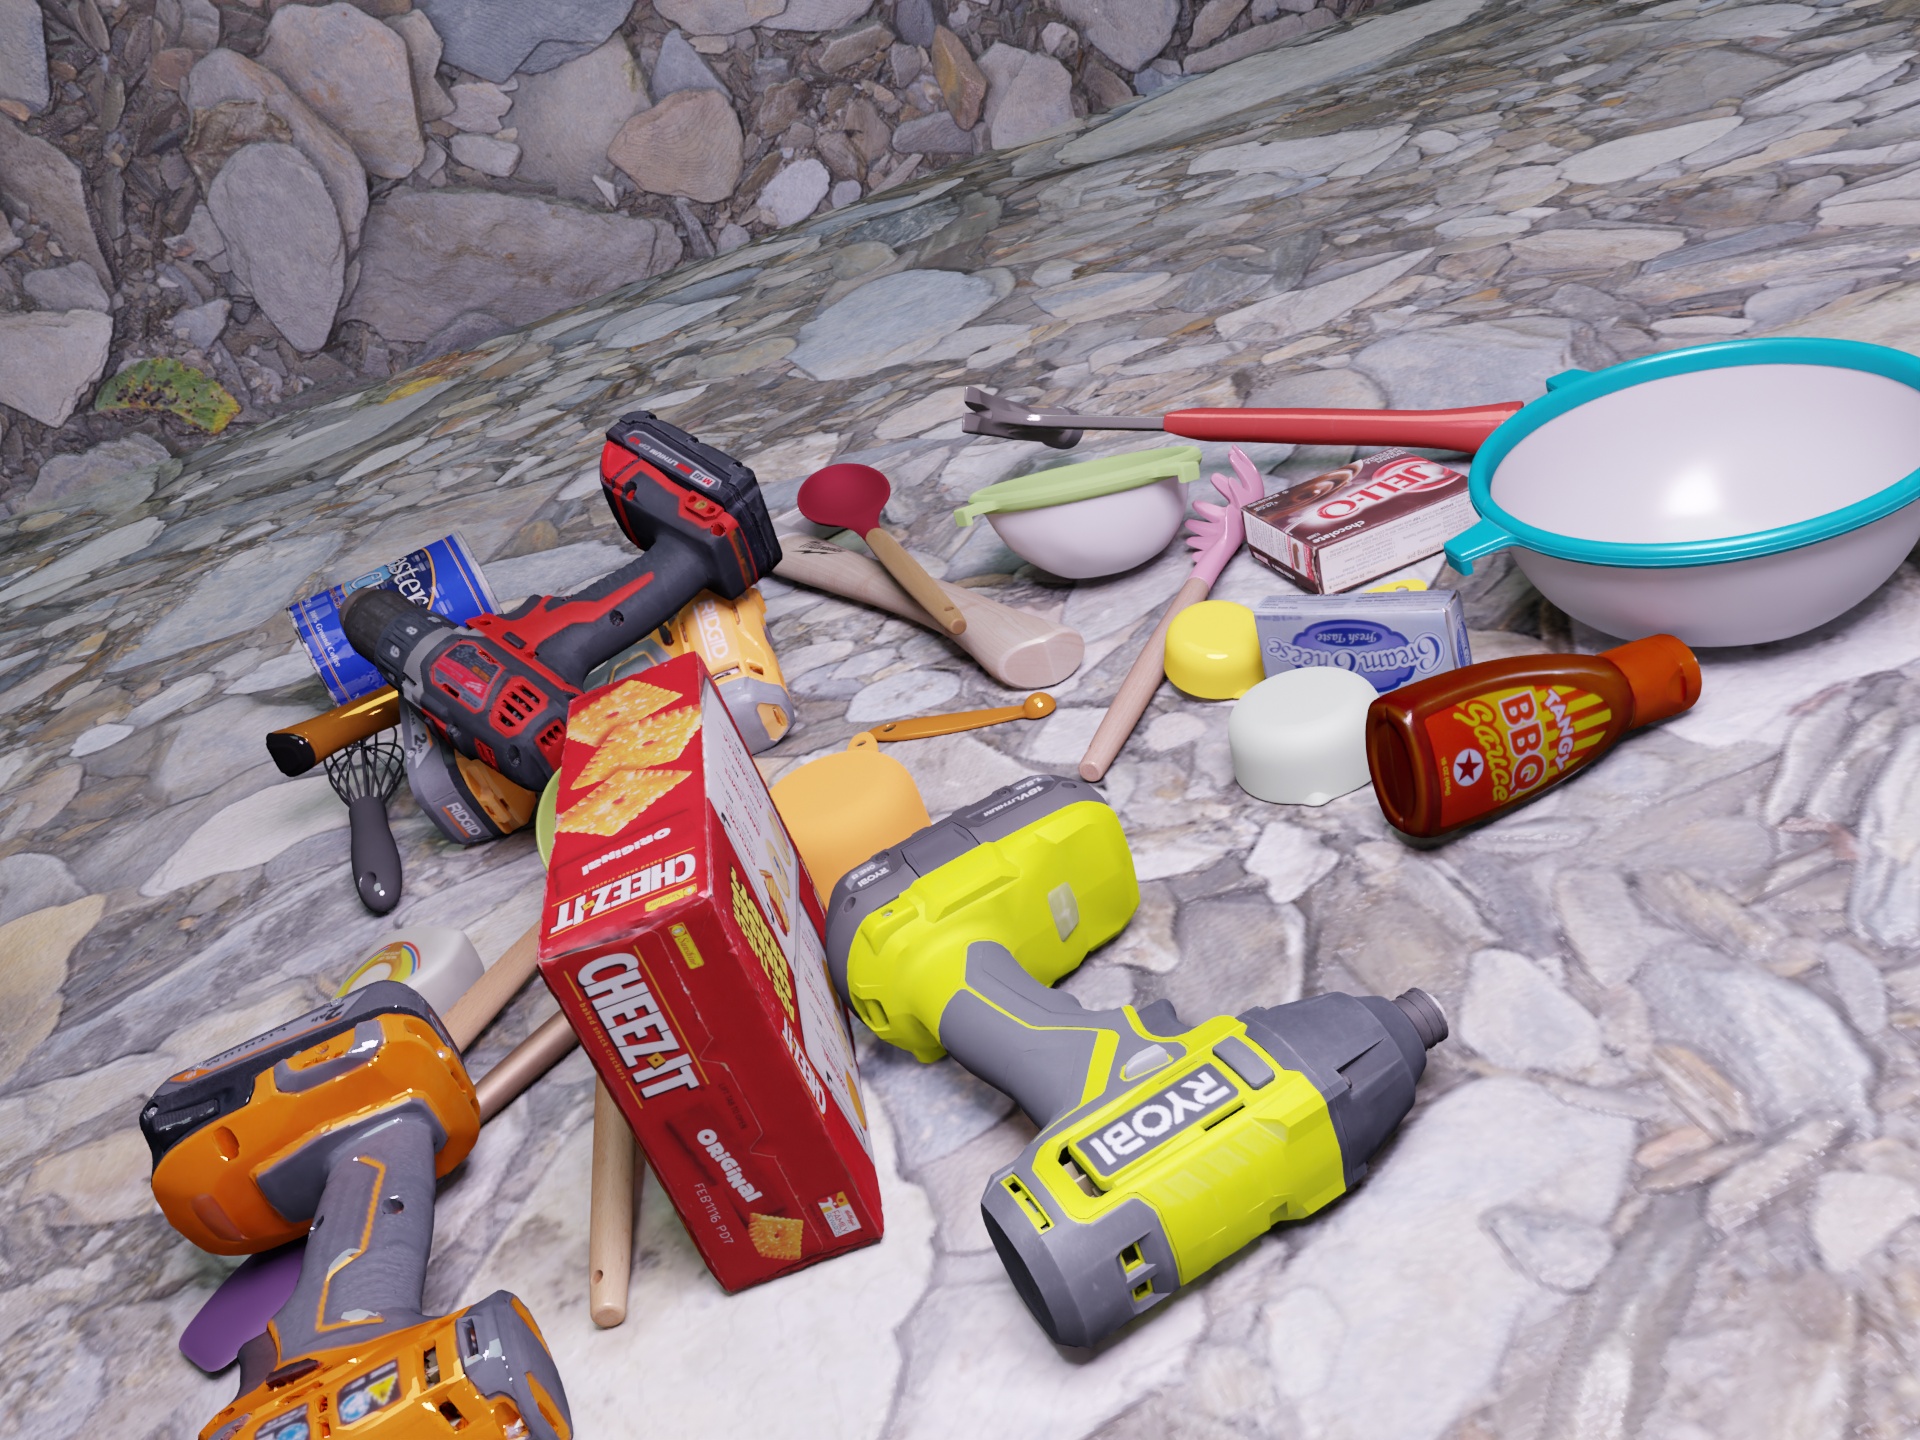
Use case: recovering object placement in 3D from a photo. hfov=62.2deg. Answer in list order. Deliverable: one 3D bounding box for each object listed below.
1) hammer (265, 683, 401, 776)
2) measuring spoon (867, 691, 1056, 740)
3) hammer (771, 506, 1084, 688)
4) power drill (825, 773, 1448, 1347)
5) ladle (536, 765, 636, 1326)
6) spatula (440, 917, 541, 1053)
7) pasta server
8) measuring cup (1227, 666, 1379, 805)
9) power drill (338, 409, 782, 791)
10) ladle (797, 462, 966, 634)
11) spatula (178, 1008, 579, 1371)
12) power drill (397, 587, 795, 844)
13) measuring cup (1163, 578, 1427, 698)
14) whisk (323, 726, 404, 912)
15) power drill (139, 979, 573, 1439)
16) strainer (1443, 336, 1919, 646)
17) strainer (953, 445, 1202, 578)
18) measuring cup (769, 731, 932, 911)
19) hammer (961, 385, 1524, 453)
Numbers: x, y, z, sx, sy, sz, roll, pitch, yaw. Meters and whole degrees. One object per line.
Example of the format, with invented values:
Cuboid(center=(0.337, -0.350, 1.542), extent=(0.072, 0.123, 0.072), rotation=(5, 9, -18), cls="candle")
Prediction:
Cuboid(center=(-0.308, -0.051, 1.089), extent=(0.337, 0.034, 0.127), rotation=(-29, 21, -25), cls="hammer")
Cuboid(center=(-0.001, -0.003, 0.913), extent=(0.117, 0.011, 0.021), rotation=(-9, 28, 20), cls="measuring spoon")
Cuboid(center=(-0.039, -0.095, 1.086), extent=(0.146, 0.038, 0.411), rotation=(-30, 29, -22), cls="hammer")
Cuboid(center=(0.055, 0.110, 0.599), extent=(0.171, 0.080, 0.223), rotation=(-27, 31, -15), cls="power drill")
Cuboid(center=(-0.160, 0.123, 0.706), extent=(0.078, 0.062, 0.320), rotation=(-36, 32, 14), cls="ladle")
Cuboid(center=(-0.224, 0.112, 0.803), extent=(0.082, 0.044, 0.318), rotation=(18, 38, 14), cls="spatula")
Cuboid(center=(0.123, -0.067, 0.924), extent=(0.040, 0.060, 0.316), rotation=(33, 44, 1), cls="pasta server")
Cuboid(center=(0.207, -0.006, 0.748), extent=(0.167, 0.038, 0.083), rotation=(-13, 27, 17), cls="measuring cup")
Cuboid(center=(-0.238, -0.079, 0.936), extent=(0.188, 0.080, 0.227), rotation=(31, 65, 27), cls="power drill")
Cuboid(center=(-0.049, -0.116, 1.064), extent=(0.069, 0.031, 0.316), rotation=(-21, 28, -9), cls="ladle")
Cuboid(center=(-0.213, 0.168, 0.727), extent=(0.060, 0.018, 0.316), rotation=(3, 35, 45), cls="spatula")
Cuboid(center=(-0.229, -0.035, 0.993), extent=(0.226, 0.084, 0.186), rotation=(-20, 54, -2), cls="power drill")
Cuboid(center=(0.183, -0.057, 0.860), extent=(0.156, 0.029, 0.062), rotation=(-20, 45, -9), cls="measuring cup")
Cuboid(center=(-0.377, 0.058, 1.019), extent=(0.055, 0.055, 0.239), rotation=(-25, 32, -11), cls="whisk")
Cuboid(center=(-0.244, 0.212, 0.584), extent=(0.164, 0.084, 0.227), rotation=(-25, 36, -11), cls="power drill")
Cuboid(center=(0.408, -0.091, 0.717), extent=(0.340, 0.095, 0.211), rotation=(5, 38, 36), cls="strainer")
Cuboid(center=(0.094, -0.139, 1.068), extent=(0.151, 0.069, 0.256), rotation=(-10, 11, 13), cls="strainer")
Cuboid(center=(-0.061, 0.033, 0.840), extent=(0.095, 0.052, 0.174), rotation=(-16, 29, 7), cls="measuring cup")
Cuboid(center=(0.184, -0.197, 1.056), extent=(0.359, 0.036, 0.149), rotation=(7, 7, 29), cls="hammer")
